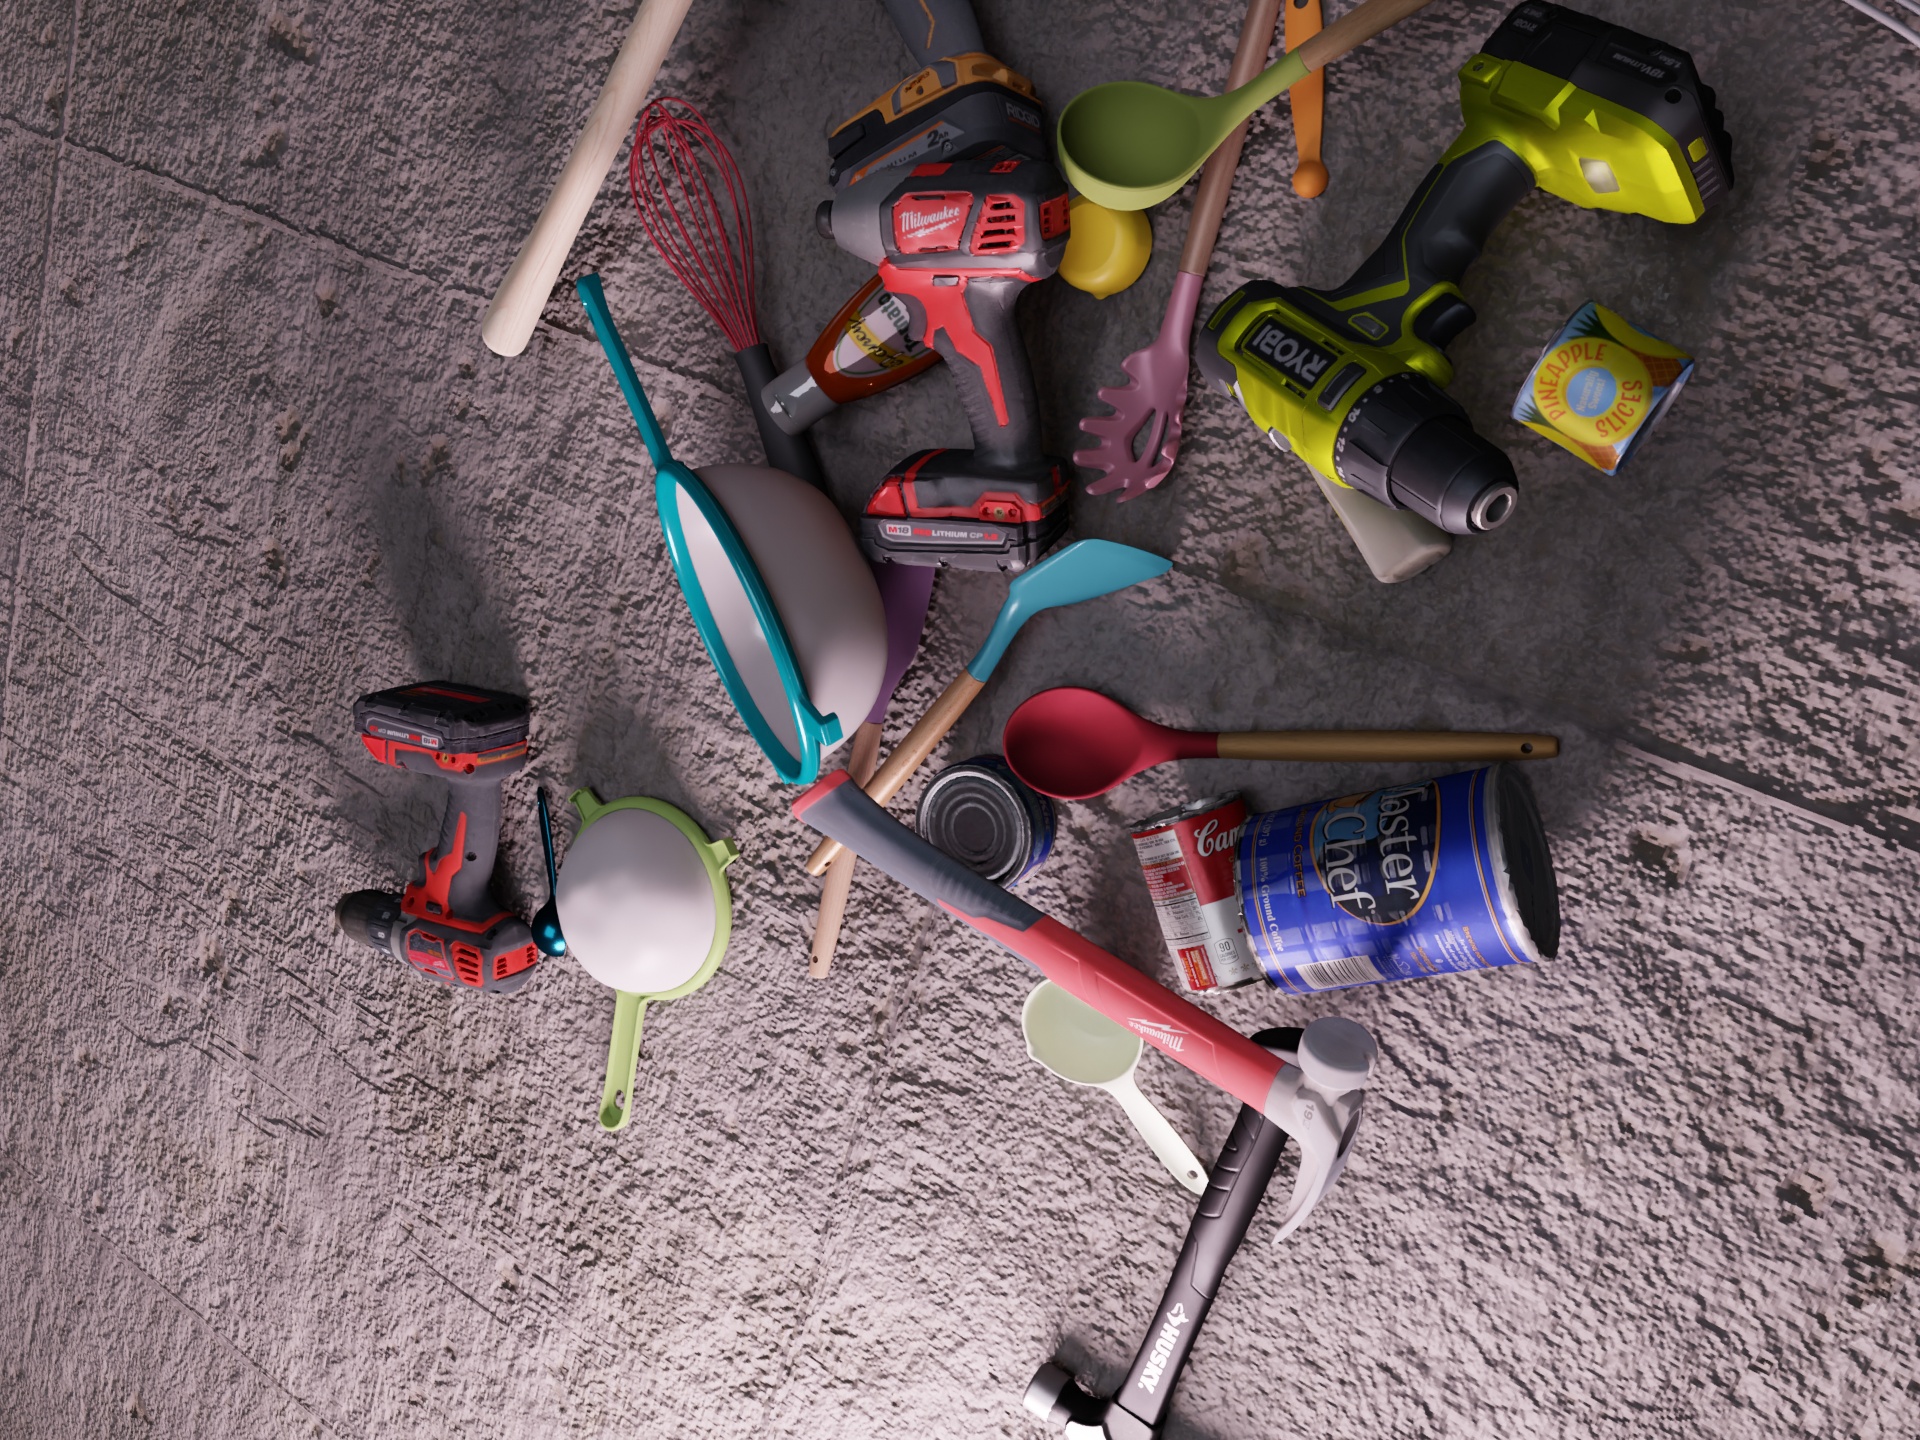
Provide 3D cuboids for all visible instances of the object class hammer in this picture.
[{"bbox_3d":[0.050,0.142,0.914,0.387,0.038,0.143,29,130,30],"label":"hammer"},{"bbox_3d":[0.149,0.325,0.946,0.146,0.035,0.334,27,113,24],"label":"hammer"},{"bbox_3d":[-0.209,-0.387,0.984,0.410,0.038,0.146,-50,33,34],"label":"hammer"}]

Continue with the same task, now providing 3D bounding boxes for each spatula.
[{"bbox_3d":[-0.065,0.023,1.041,0.060,0.018,0.316,23,108,36],"label":"spatula"},{"bbox_3d":[-0.002,-0.003,0.974,0.317,0.082,0.044,-50,54,26],"label":"spatula"}]

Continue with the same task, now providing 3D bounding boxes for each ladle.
[{"bbox_3d":[0.172,0.013,0.902,0.315,0.031,0.069,0,100,28],"label":"ladle"},{"bbox_3d":[0.188,-0.348,0.785,0.320,0.062,0.078,-23,60,32],"label":"ladle"}]

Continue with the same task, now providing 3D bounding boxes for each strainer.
[{"bbox_3d":[-0.250,0.183,1.139,0.151,0.069,0.256,16,104,27],"label":"strainer"},{"bbox_3d":[-0.129,-0.131,0.978,0.340,0.095,0.211,65,164,3],"label":"strainer"}]

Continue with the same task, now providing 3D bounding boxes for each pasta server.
[{"bbox_3d":[0.131,-0.275,0.876,0.060,0.040,0.316,25,108,35],"label":"pasta server"}]

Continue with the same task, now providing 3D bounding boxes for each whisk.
[{"bbox_3d":[-0.143,-0.257,1.024,0.073,0.073,0.296,-18,95,30],"label":"whisk"}]

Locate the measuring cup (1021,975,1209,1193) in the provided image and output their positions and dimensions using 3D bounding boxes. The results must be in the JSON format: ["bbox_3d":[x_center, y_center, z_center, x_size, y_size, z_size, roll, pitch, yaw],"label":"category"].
[{"bbox_3d":[0.105,0.215,0.971,0.083,0.038,0.167,-33,98,29],"label":"measuring cup"}]

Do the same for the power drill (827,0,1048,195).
[{"bbox_3d":[-0.051,-0.413,0.936,0.185,0.084,0.226,-14,87,33],"label":"power drill"}]

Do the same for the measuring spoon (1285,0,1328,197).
[{"bbox_3d":[0.184,-0.340,0.850,0.021,0.011,0.117,0,97,29],"label":"measuring spoon"}]

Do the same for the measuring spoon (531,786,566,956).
[{"bbox_3d":[-0.314,0.114,1.186,0.042,0.021,0.128,-7,90,63],"label":"measuring spoon"}]

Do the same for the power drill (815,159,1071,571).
[{"bbox_3d":[-0.008,-0.202,0.903,0.143,0.078,0.219,7,117,21],"label":"power drill"}]

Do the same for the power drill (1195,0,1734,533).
[{"bbox_3d":[0.241,-0.204,0.740,0.228,0.080,0.191,-48,46,8],"label":"power drill"}]

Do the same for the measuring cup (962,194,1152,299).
[{"bbox_3d":[0.036,-0.284,0.932,0.157,0.029,0.062,14,104,28],"label":"measuring cup"}]

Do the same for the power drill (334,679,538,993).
[{"bbox_3d":[-0.408,0.088,1.214,0.188,0.080,0.226,10,105,28],"label":"power drill"}]

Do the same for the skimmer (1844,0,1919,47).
[{"bbox_3d":[0.379,-0.346,0.693,0.363,0.090,0.127,43,99,19],"label":"skimmer"}]
